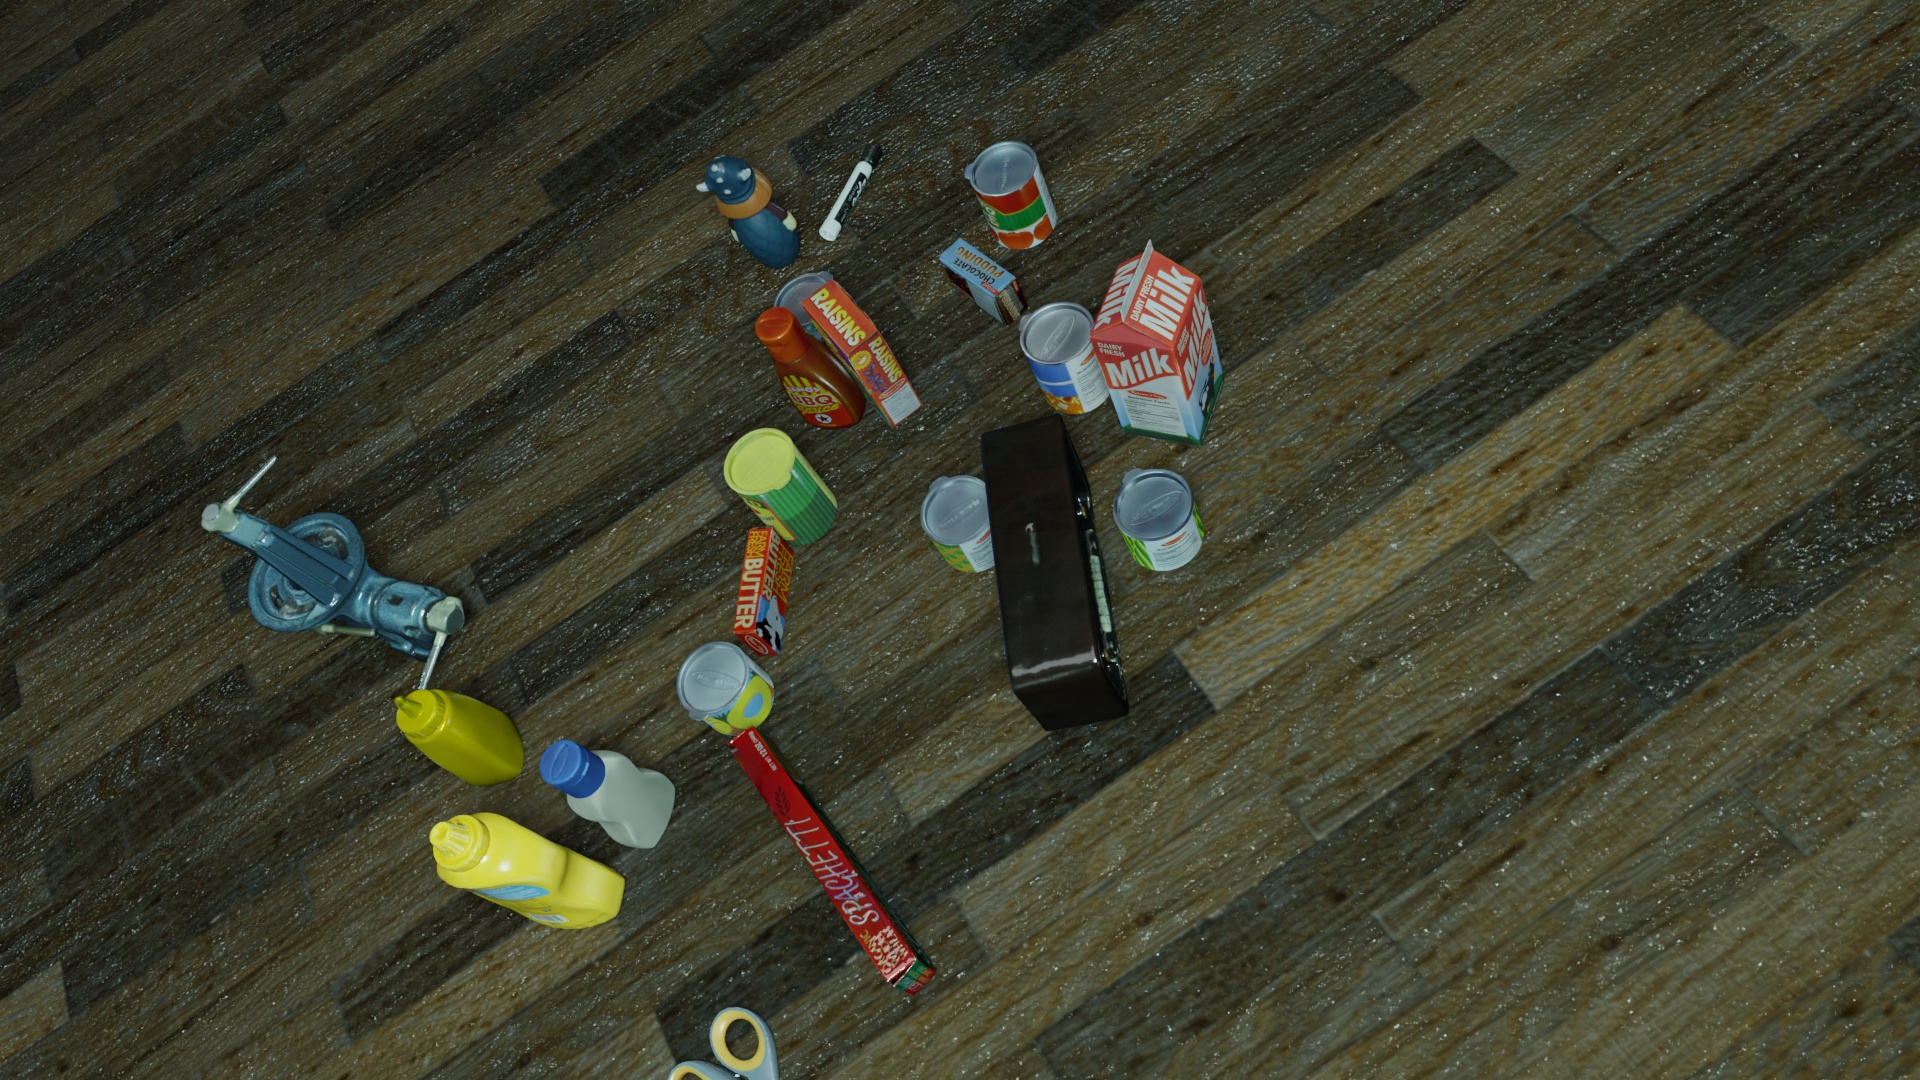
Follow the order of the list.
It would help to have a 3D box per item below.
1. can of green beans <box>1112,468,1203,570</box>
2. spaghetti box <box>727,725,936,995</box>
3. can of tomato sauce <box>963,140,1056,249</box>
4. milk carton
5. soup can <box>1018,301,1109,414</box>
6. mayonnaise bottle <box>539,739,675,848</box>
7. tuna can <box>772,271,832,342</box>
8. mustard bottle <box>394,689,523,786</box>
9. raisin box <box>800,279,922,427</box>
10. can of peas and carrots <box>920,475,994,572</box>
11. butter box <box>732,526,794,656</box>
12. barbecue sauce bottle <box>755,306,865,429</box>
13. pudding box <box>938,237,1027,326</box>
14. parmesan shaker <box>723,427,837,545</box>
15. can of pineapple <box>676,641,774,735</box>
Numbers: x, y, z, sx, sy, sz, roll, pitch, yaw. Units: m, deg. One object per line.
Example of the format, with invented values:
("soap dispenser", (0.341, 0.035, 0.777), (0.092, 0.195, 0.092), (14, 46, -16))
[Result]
("can of green beans", (0.163, -0.016, 1.136), (0.071, 0.057, 0.071), (-8, 61, 15))
("spaghetti box", (-0.104, 0.247, 1.089), (0.029, 0.050, 0.251), (-40, 58, -4))
("can of tomato sauce", (0.049, -0.329, 1.329), (0.071, 0.083, 0.071), (-8, 61, 15))
("milk carton", (0.160, -0.160, 1.136), (0.073, 0.190, 0.072), (13, 68, 25))
("soup can", (0.093, -0.161, 1.223), (0.071, 0.083, 0.071), (-8, 61, 15))
("mayonnaise bottle", (-0.283, 0.200, 1.118), (0.041, 0.147, 0.065), (6, 65, 22))
("tuna can", (-0.147, -0.230, 1.373), (0.071, 0.032, 0.071), (-8, 61, 15))
("mustard bottle", (-0.434, 0.161, 1.185), (0.049, 0.159, 0.065), (-23, 58, 6))
("raisin box", (-0.088, -0.170, 1.267), (0.040, 0.123, 0.086), (-38, 58, -3))
("can of peas and carrots", (0.004, -0.015, 1.189), (0.071, 0.058, 0.071), (-8, 61, 15))
("butter box", (-0.172, 0.045, 1.221), (0.024, 0.053, 0.104), (-4, 62, 17))
("barbecue sauce bottle", (-0.140, -0.156, 1.262), (0.065, 0.148, 0.044), (3, 64, 21))
("pudding box", (0.021, -0.245, 1.313), (0.030, 0.049, 0.084), (-44, 58, -7))
("parmesan shaker", (-0.156, -0.044, 1.234), (0.071, 0.102, 0.071), (-8, 61, 15))
("can of pineapple", (-0.200, 0.128, 1.183), (0.071, 0.057, 0.071), (-8, 61, 15))
